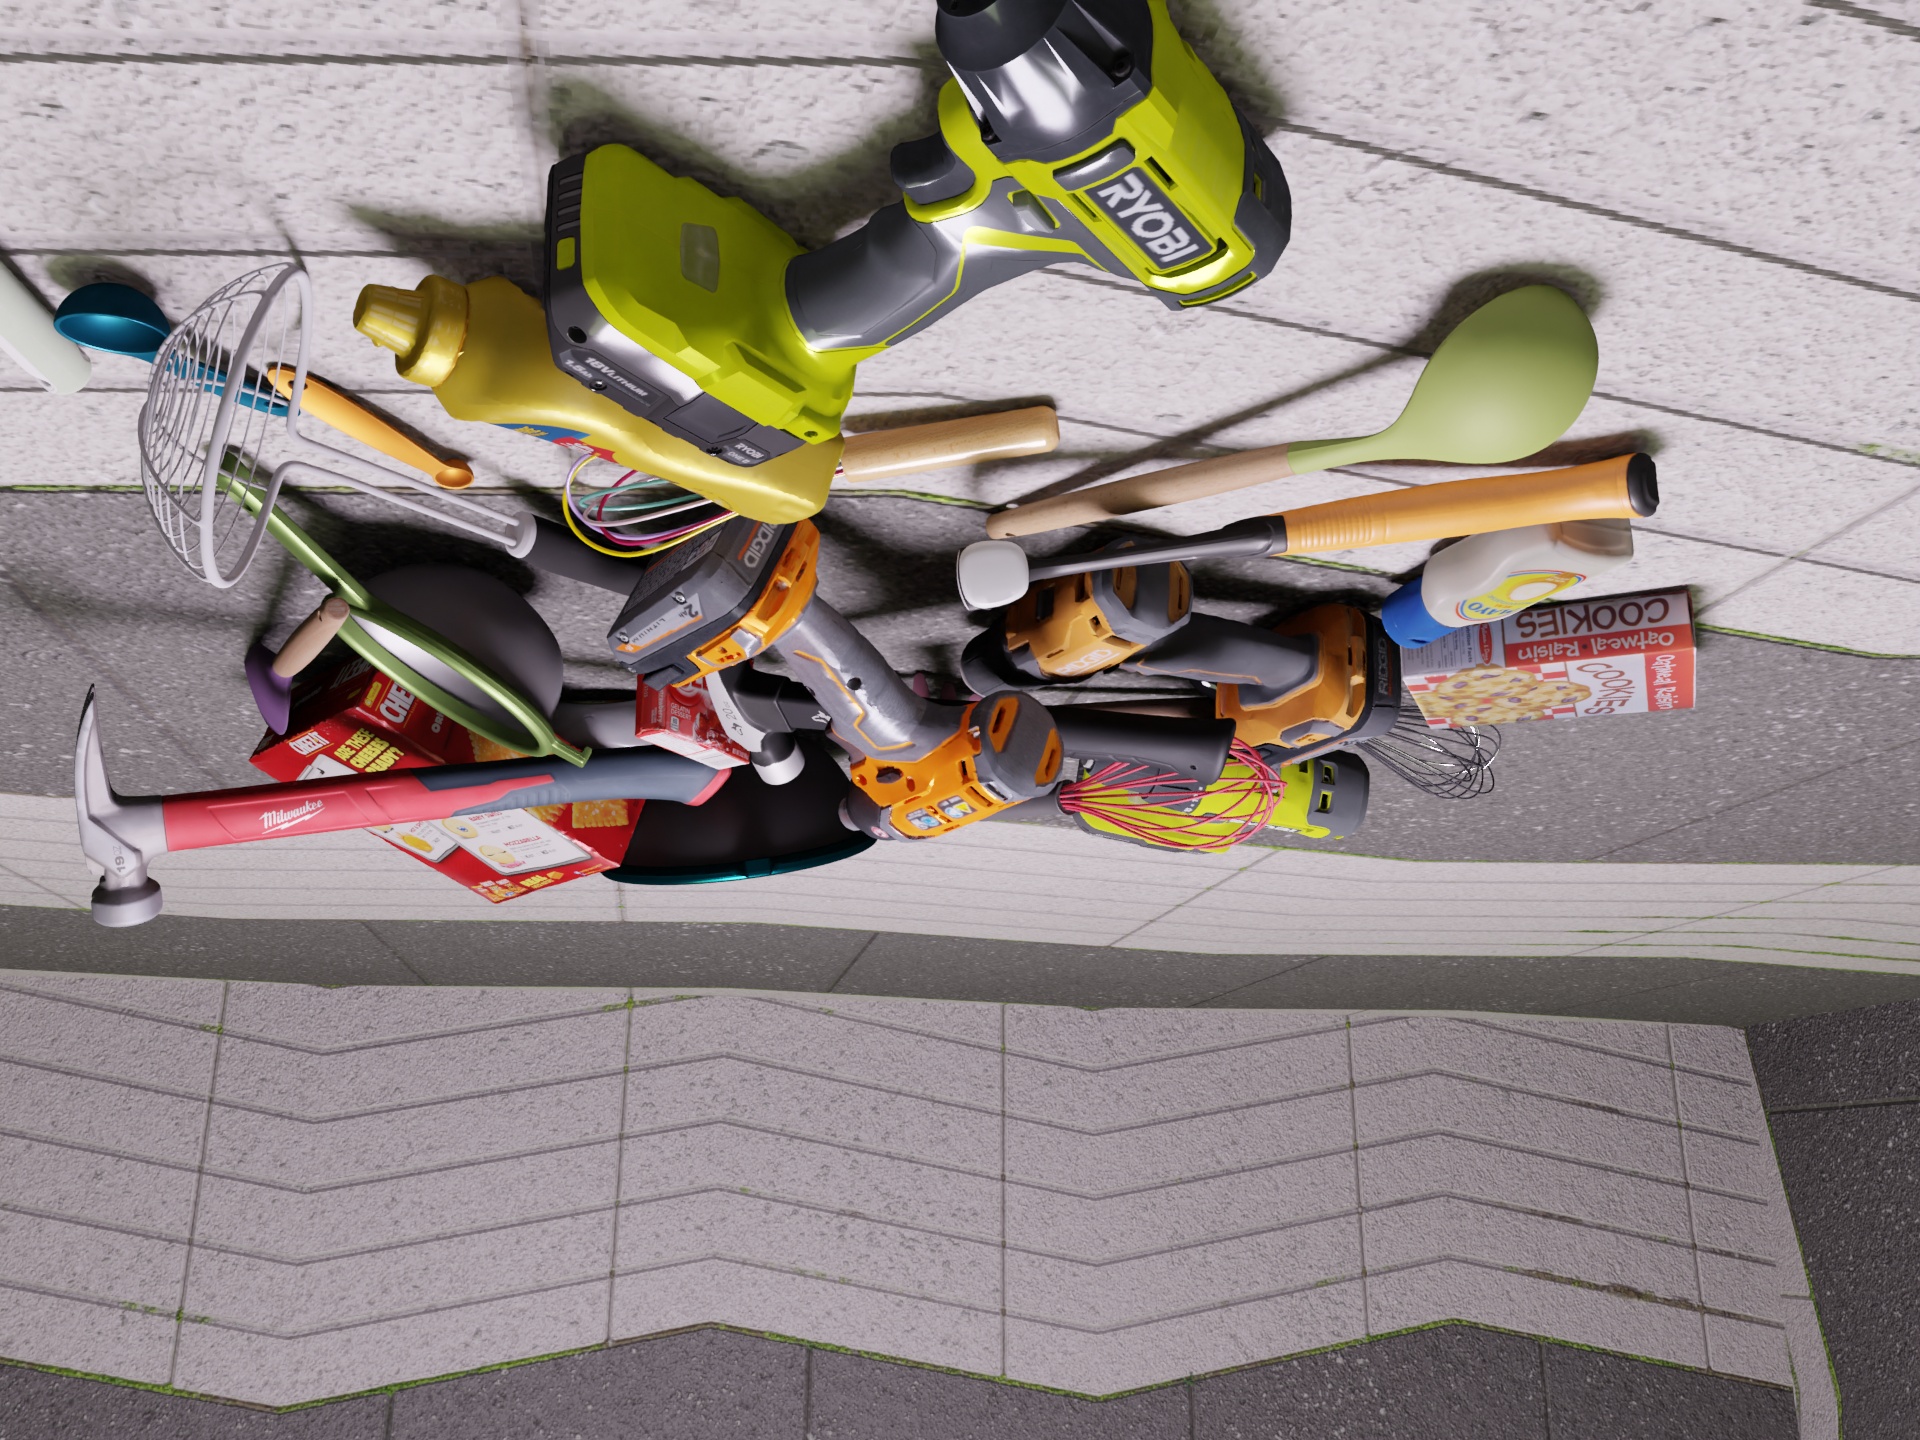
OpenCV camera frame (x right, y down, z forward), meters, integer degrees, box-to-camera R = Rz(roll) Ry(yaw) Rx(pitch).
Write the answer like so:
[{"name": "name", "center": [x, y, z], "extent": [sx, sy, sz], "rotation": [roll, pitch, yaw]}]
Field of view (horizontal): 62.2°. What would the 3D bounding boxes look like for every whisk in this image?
[{"name": "whisk", "center": [0.271, -0.001, 1.109], "extent": [0.284, 0.070, 0.070], "rotation": [16, 158, -28]}, {"name": "whisk", "center": [-0.074, -0.116, 0.751], "extent": [0.245, 0.047, 0.051], "rotation": [-7, 165, 12]}, {"name": "whisk", "center": [-0.370, -0.174, 0.564], "extent": [0.058, 0.059, 0.246], "rotation": [39, 166, 4]}, {"name": "whisk", "center": [0.083, 0.048, 1.009], "extent": [0.073, 0.073, 0.296], "rotation": [15, 166, -39]}]

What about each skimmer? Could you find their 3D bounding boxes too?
[{"name": "skimmer", "center": [-0.221, -0.096, 0.734], "extent": [0.090, 0.127, 0.363], "rotation": [13, 177, 25]}]

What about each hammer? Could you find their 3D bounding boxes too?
[{"name": "hammer", "center": [-0.001, -0.003, 0.935], "extent": [0.335, 0.035, 0.146], "rotation": [6, 141, 25]}, {"name": "hammer", "center": [-0.333, 0.031, 0.995], "extent": [0.386, 0.143, 0.038], "rotation": [-7, -158, -25]}, {"name": "hammer", "center": [0.165, -0.091, 0.774], "extent": [0.337, 0.034, 0.127], "rotation": [-8, -176, 1]}]

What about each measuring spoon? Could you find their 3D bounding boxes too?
[{"name": "measuring spoon", "center": [-0.325, -0.157, 0.675], "extent": [0.042, 0.021, 0.128], "rotation": [-3, 172, 16]}, {"name": "measuring spoon", "center": [-0.273, -0.138, 0.742], "extent": [0.021, 0.011, 0.116], "rotation": [-18, 153, 25]}]

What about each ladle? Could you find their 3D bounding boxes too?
[{"name": "ladle", "center": [0.132, -0.127, 0.731], "extent": [0.320, 0.062, 0.078], "rotation": [-7, 164, 44]}]

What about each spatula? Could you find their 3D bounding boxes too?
[{"name": "spatula", "center": [-0.400, -0.035, 0.952], "extent": [0.018, 0.060, 0.316], "rotation": [-21, -177, -32]}]

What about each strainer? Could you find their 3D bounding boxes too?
[{"name": "strainer", "center": [-0.302, -0.076, 0.874], "extent": [0.152, 0.069, 0.256], "rotation": [18, 156, 34]}, {"name": "strainer", "center": [-0.225, 0.057, 1.228], "extent": [0.340, 0.095, 0.211], "rotation": [-1, -172, 31]}]

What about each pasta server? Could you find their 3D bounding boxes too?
[{"name": "pasta server", "center": [0.092, -0.012, 1.120], "extent": [0.316, 0.040, 0.060], "rotation": [-2, 163, -5]}]

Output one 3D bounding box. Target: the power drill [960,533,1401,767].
[{"name": "power drill", "center": [0.125, -0.033, 0.957], "extent": [0.226, 0.084, 0.185], "rotation": [15, 159, -27]}]

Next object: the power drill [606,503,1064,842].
[{"name": "power drill", "center": [-0.074, -0.013, 0.870], "extent": [0.226, 0.084, 0.164], "rotation": [38, 142, -23]}]

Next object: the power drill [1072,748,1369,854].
[{"name": "power drill", "center": [0.159, 0.046, 1.141], "extent": [0.190, 0.080, 0.228], "rotation": [10, 171, -10]}]

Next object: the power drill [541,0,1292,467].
[{"name": "power drill", "center": [-0.025, -0.169, 0.525], "extent": [0.223, 0.080, 0.171], "rotation": [-15, 158, 31]}]
